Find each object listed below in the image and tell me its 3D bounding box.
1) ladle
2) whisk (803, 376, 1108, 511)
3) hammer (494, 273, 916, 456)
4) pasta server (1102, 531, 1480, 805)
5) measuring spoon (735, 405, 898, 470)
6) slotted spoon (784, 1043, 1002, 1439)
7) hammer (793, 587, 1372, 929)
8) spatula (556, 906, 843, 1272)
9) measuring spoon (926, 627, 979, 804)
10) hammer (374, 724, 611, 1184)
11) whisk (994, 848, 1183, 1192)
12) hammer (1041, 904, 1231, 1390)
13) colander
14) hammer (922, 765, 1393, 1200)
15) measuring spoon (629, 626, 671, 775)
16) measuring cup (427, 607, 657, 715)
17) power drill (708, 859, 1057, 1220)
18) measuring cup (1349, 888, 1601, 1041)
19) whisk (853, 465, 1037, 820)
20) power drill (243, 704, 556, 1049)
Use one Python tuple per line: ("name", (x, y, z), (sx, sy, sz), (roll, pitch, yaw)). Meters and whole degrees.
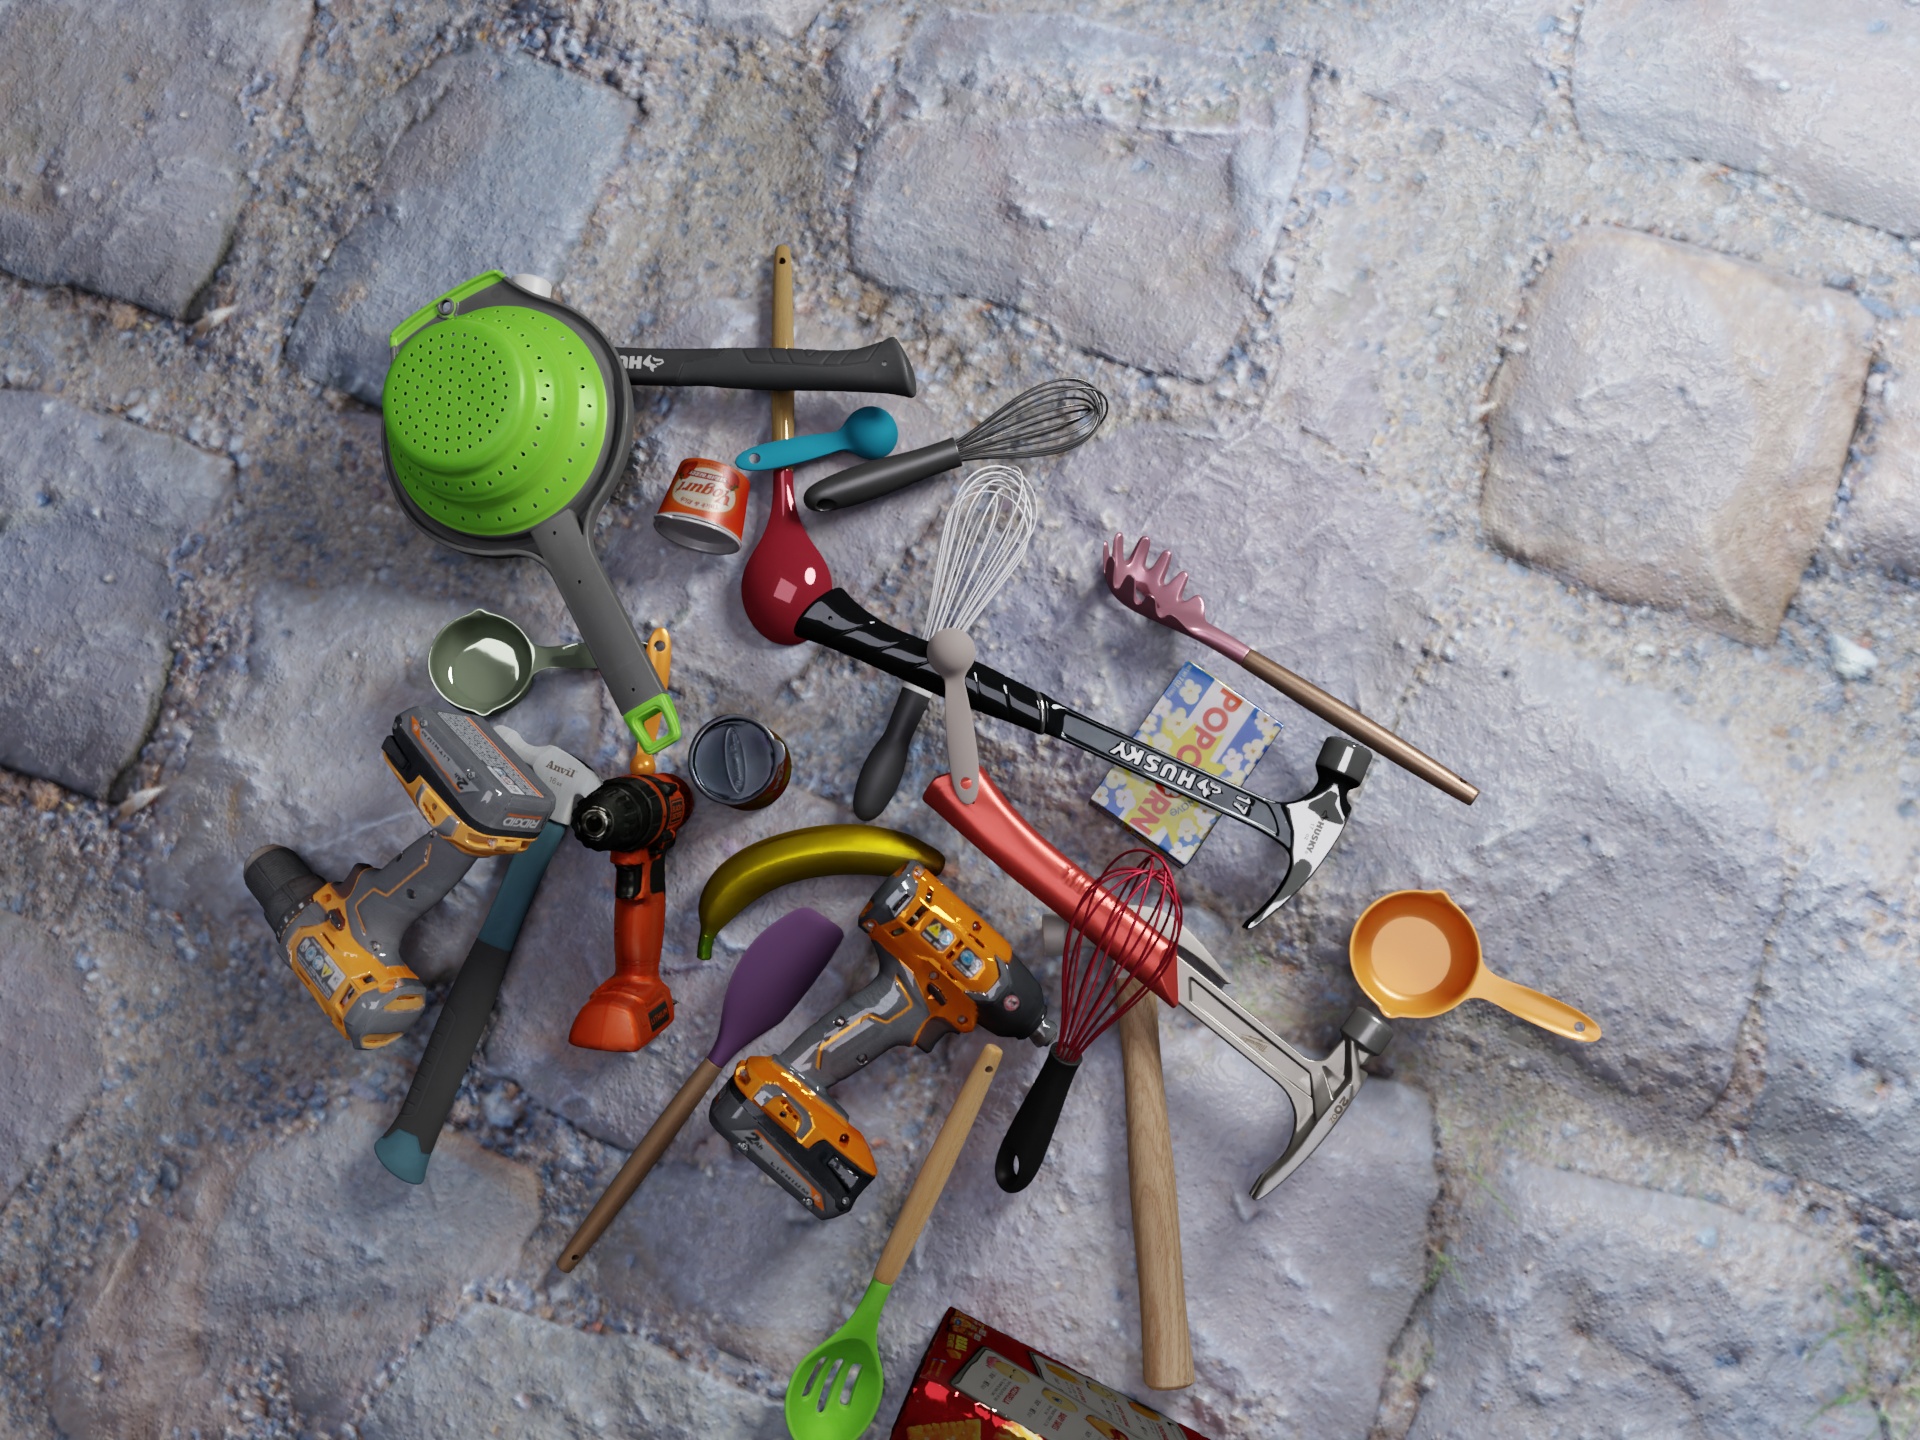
("ladle", (-0.134, -0.215, 1.217), (0.069, 0.031, 0.315), (-1, 80, -1))
("whisk", (-0.004, -0.202, 1.188), (0.239, 0.055, 0.055), (-19, 81, 0))
("hammer", (-0.196, -0.262, 1.206), (0.335, 0.035, 0.146), (4, 83, 12))
("pasta server", (0.229, -0.036, 1.130), (0.316, 0.060, 0.040), (34, 128, 18))
("measuring spoon", (-0.107, -0.210, 1.196), (0.128, 0.021, 0.042), (-16, 83, -16))
("slotted spoon", (-0.041, 0.363, 1.097), (0.070, 0.031, 0.314), (22, 97, -19))
("hammer", (0.072, 0.008, 1.119), (0.409, 0.036, 0.149), (24, 87, 5))
("spatula", (-0.195, 0.268, 1.154), (0.059, 0.018, 0.316), (37, 88, -25))
("measuring spoon", (-0.002, -0.004, 1.099), (0.034, 0.018, 0.124), (-7, 86, 3))
("hammer", (-0.351, 0.178, 1.176), (0.128, 0.033, 0.331), (21, 85, 8))
("whisk", (0.078, 0.210, 1.067), (0.073, 0.073, 0.295), (24, 117, 7))
("hammer", (0.135, 0.296, 1.121), (0.130, 0.031, 0.331), (-5, 82, 4))
("colander", (-0.312, -0.156, 1.149), (0.204, 0.094, 0.397), (-29, 81, 6))
("hammer", (0.114, 0.162, 1.106), (0.359, 0.036, 0.149), (38, 85, 9))
("measuring spoon", (-0.233, -0.013, 1.199), (0.021, 0.011, 0.117), (9, 83, -17))
("measuring cup", (-0.315, -0.043, 1.208), (0.167, 0.038, 0.083), (-4, 79, -13))
("power drill", (-0.049, 0.234, 1.117), (0.164, 0.084, 0.226), (42, 83, -4))
("measuring cup", (0.353, 0.180, 1.101), (0.174, 0.052, 0.095), (24, 86, 13))
("whisk", (-0.016, -0.057, 1.171), (0.070, 0.070, 0.284), (23, 89, 7))
("power drill", (-0.417, 0.096, 1.151), (0.185, 0.084, 0.226), (41, 100, 24))
